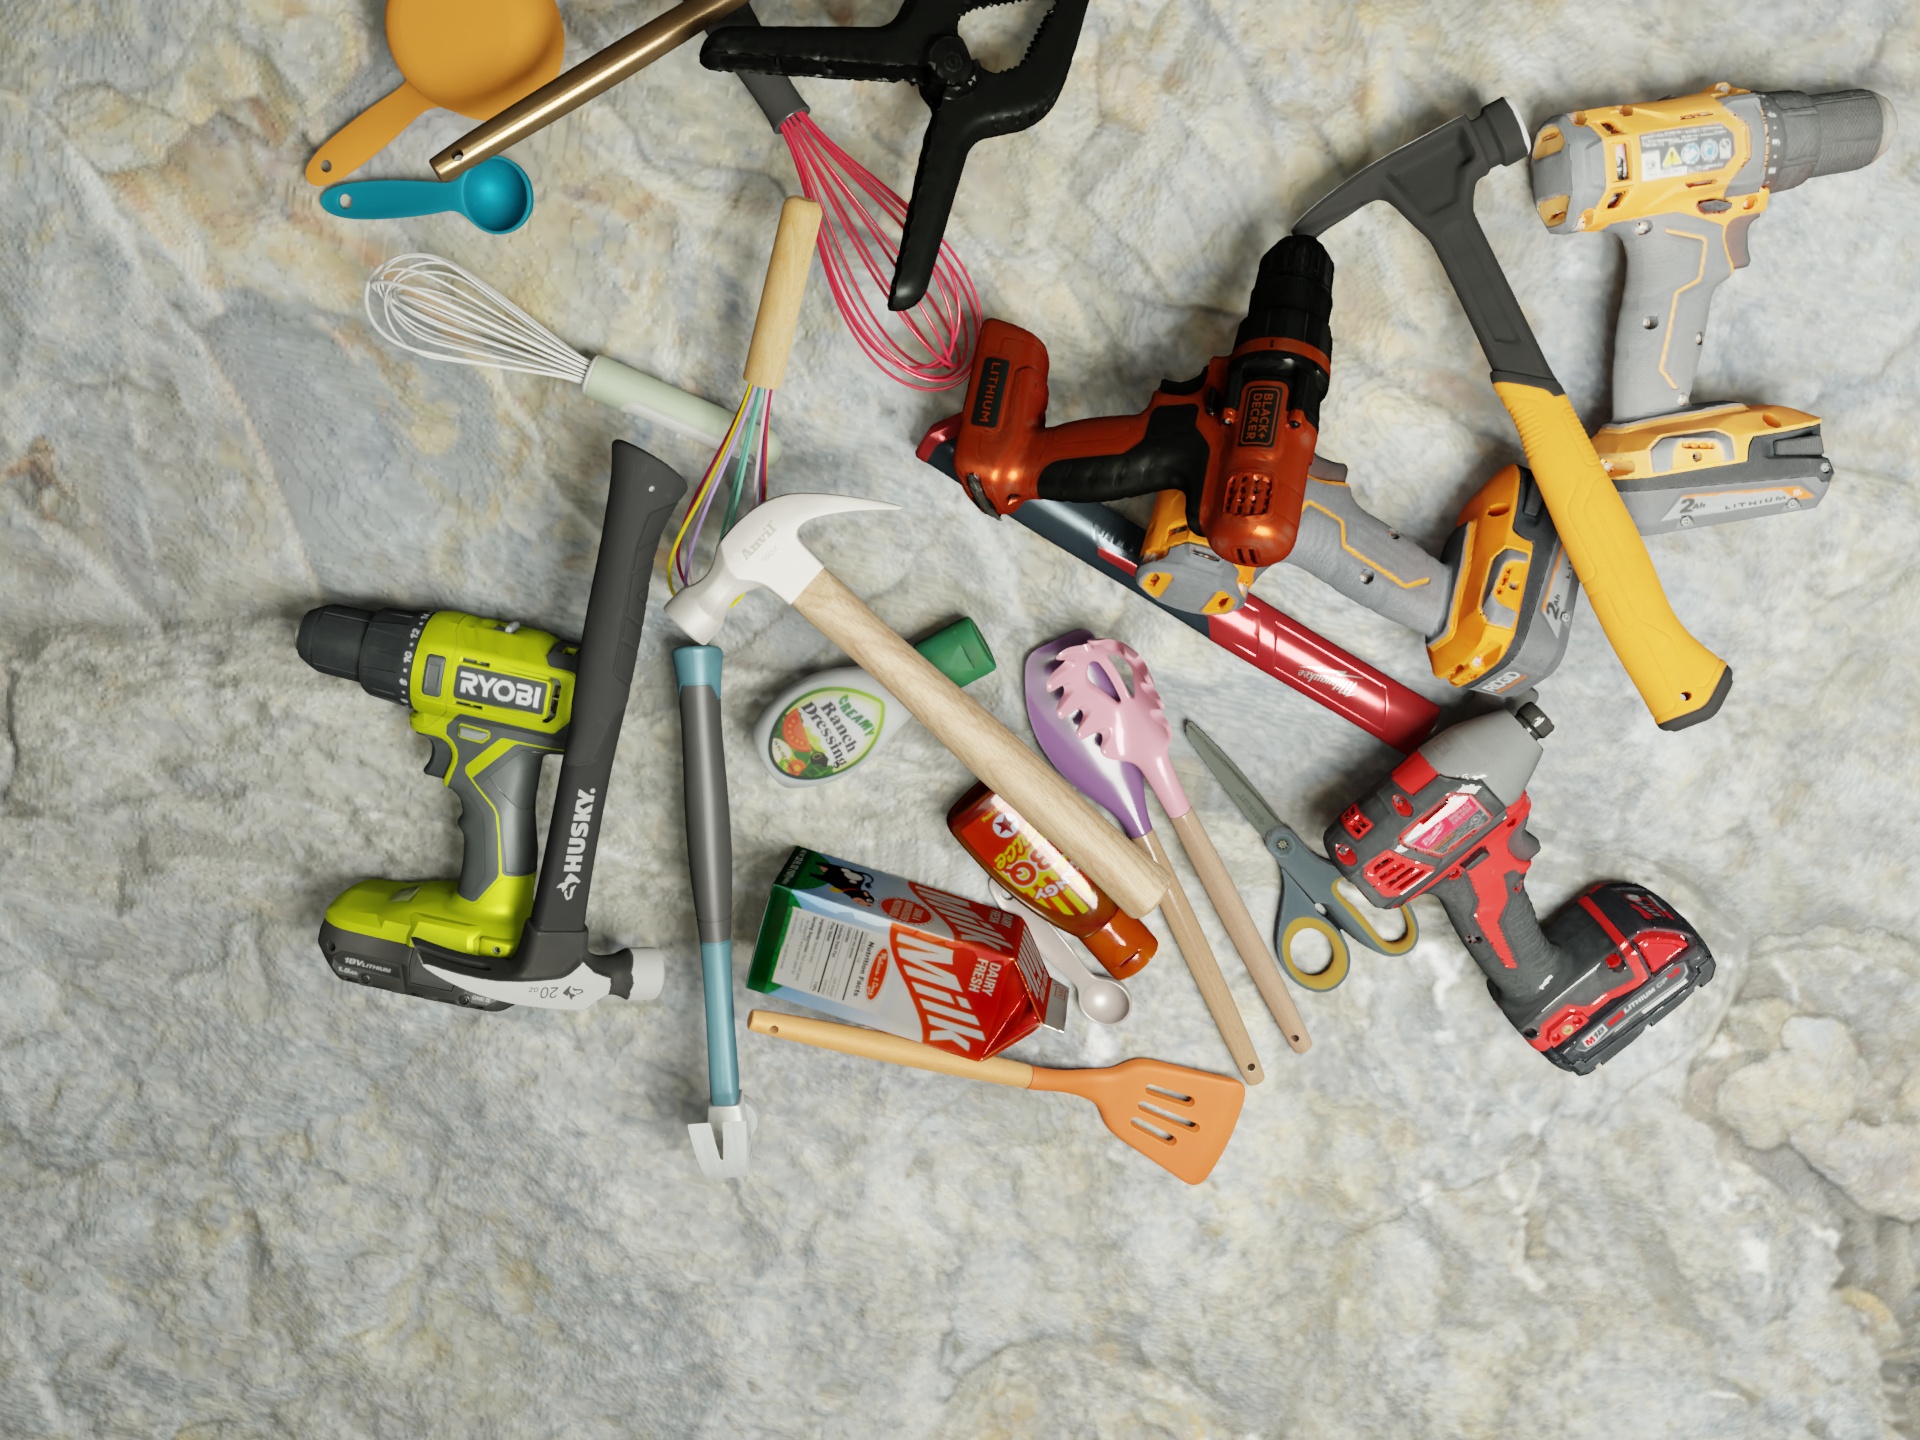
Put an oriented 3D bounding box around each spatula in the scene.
[{"bbox_3d":[0.023,0.222,0.989,0.322,0.041,0.081,16,106,-20],"label":"spatula"},{"bbox_3d":[0.120,0.092,0.984,0.060,0.018,0.315,-26,102,0],"label":"spatula"}]

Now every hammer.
[{"bbox_3d":[-0.150,0.118,0.965,0.033,0.128,0.331,-3,97,-4],"label":"hammer"},{"bbox_3d":[0.138,-0.055,0.933,0.386,0.038,0.143,30,106,-6],"label":"hammer"},{"bbox_3d":[-0.001,-0.003,0.908,0.331,0.031,0.130,42,91,-15],"label":"hammer"},{"bbox_3d":[-0.213,0.008,0.898,0.146,0.035,0.334,5,107,-32],"label":"hammer"},{"bbox_3d":[0.296,-0.148,0.822,0.127,0.034,0.337,-26,80,17],"label":"hammer"}]

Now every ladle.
[{"bbox_3d":[-0.131,-0.364,0.808,0.320,0.062,0.078,-34,101,-6],"label":"ladle"}]

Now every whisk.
[{"bbox_3d":[-0.080,-0.309,0.864,0.073,0.073,0.296,-32,95,10],"label":"whisk"},{"bbox_3d":[-0.217,-0.199,0.904,0.246,0.058,0.059,23,75,-8],"label":"whisk"},{"bbox_3d":[-0.118,-0.166,0.877,0.047,0.051,0.245,16,114,-3],"label":"whisk"}]

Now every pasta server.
[{"bbox_3d":[0.143,0.081,0.961,0.060,0.040,0.316,-21,109,24],"label":"pasta server"}]

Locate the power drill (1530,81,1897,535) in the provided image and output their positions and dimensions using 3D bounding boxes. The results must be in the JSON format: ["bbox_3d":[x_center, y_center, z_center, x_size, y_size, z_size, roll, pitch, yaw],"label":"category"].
[{"bbox_3d":[0.412,-0.224,0.856,0.185,0.084,0.226,-10,100,-2],"label":"power drill"}]

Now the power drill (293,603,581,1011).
[{"bbox_3d":[-0.313,0.045,0.959,0.190,0.080,0.228,12,103,-3],"label":"power drill"}]

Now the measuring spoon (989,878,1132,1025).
[{"bbox_3d":[0.063,0.142,1.004,0.124,0.018,0.034,48,118,-4],"label":"measuring spoon"}]

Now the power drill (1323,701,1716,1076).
[{"bbox_3d":[0.329,0.093,0.925,0.143,0.079,0.219,-44,110,12],"label":"power drill"}]

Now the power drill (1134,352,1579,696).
[{"bbox_3d":[0.223,-0.117,0.878,0.226,0.084,0.164,18,75,-2],"label":"power drill"}]

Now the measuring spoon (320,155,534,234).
[{"bbox_3d":[-0.298,-0.295,0.898,0.128,0.021,0.042,2,107,11],"label":"measuring spoon"}]

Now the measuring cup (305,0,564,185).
[{"bbox_3d":[-0.297,-0.347,0.860,0.173,0.052,0.095,-35,101,9],"label":"measuring cup"}]
